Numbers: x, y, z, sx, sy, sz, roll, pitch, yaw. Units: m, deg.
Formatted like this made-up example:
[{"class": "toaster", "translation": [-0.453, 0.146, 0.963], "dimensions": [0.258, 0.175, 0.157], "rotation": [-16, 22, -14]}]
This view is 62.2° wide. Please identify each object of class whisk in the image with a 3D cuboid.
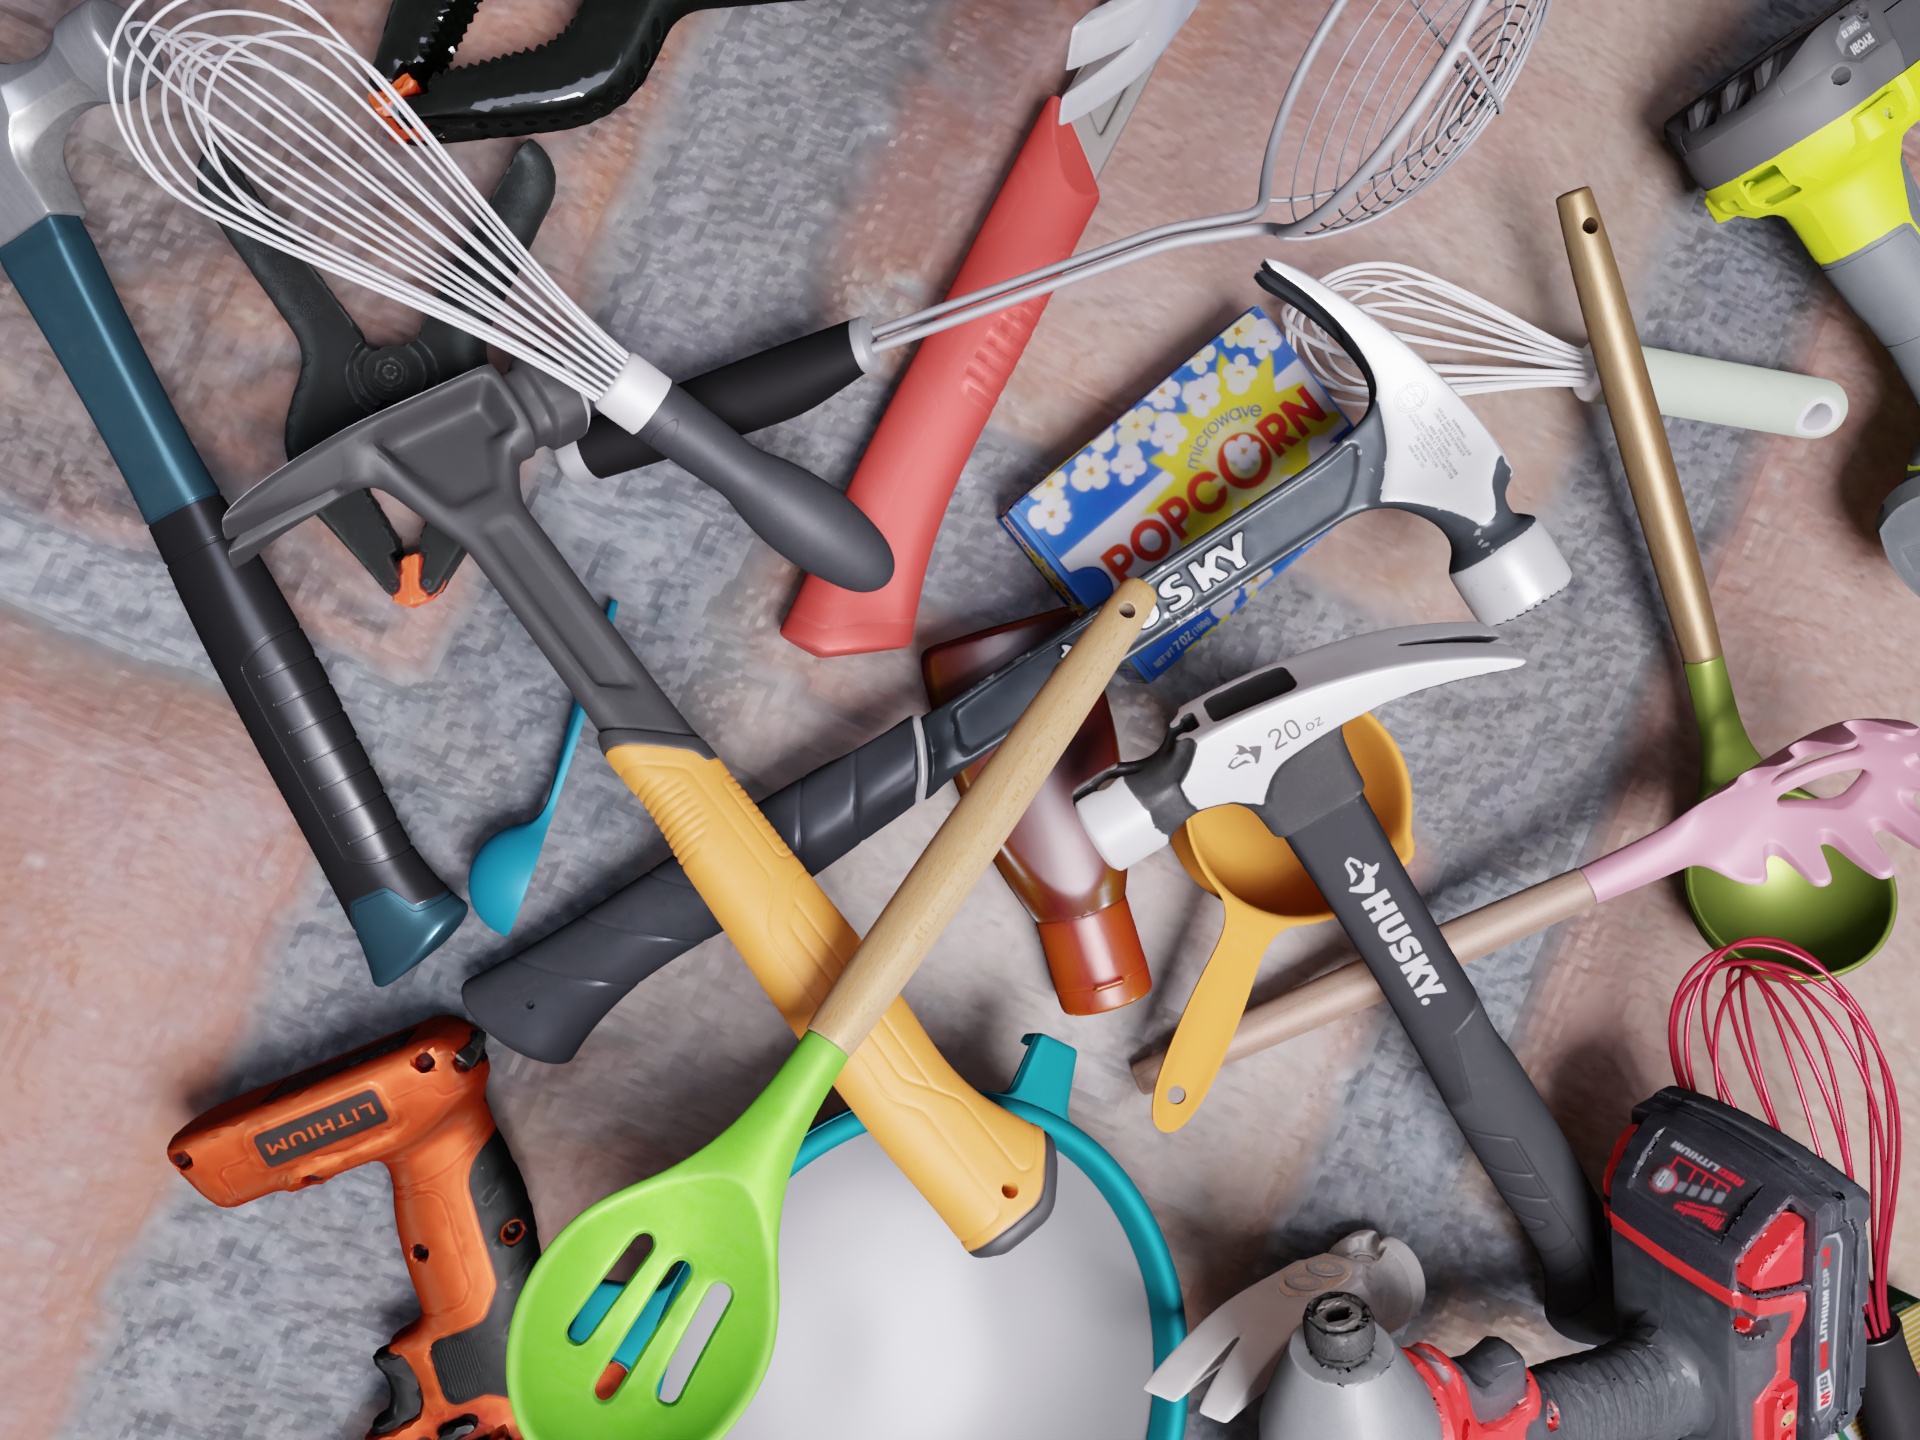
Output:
[{"class": "whisk", "translation": [0.243, -0.141, 0.632], "dimensions": [0.246, 0.059, 0.057], "rotation": [6, 126, -12]}, {"class": "whisk", "translation": [-0.132, -0.124, 0.509], "dimensions": [0.284, 0.070, 0.070], "rotation": [36, 85, -24]}, {"class": "whisk", "translation": [0.342, 0.215, 0.608], "dimensions": [0.073, 0.073, 0.295], "rotation": [-25, 100, -7]}]

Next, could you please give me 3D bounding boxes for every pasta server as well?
[{"class": "pasta server", "translation": [0.211, 0.076, 0.593], "dimensions": [0.316, 0.040, 0.060], "rotation": [-25, 113, 8]}]

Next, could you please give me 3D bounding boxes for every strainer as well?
[{"class": "strainer", "translation": [-0.010, 0.291, 0.564], "dimensions": [0.211, 0.095, 0.340], "rotation": [-22, 98, -30]}]

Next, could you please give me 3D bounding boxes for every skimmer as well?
[{"class": "skimmer", "translation": [0.012, -0.171, 0.526], "dimensions": [0.363, 0.127, 0.090], "rotation": [-17, 125, 14]}]

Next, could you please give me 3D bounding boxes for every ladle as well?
[{"class": "ladle", "translation": [0.283, -0.047, 0.607], "dimensions": [0.078, 0.062, 0.320], "rotation": [-21, 102, -1]}]

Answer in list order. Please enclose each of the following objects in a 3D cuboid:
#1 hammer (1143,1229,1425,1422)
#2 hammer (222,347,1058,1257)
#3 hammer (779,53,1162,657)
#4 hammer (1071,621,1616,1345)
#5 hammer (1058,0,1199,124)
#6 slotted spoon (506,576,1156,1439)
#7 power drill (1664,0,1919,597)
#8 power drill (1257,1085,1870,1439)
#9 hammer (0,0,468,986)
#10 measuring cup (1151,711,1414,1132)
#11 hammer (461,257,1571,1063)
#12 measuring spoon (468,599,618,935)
[{"class": "hammer", "translation": [0.115, 0.407, 0.585], "dimensions": [0.146, 0.038, 0.410], "rotation": [-3, 96, -49]}, {"class": "hammer", "translation": [-0.089, 0.033, 0.511], "dimensions": [0.127, 0.034, 0.337], "rotation": [-35, 83, -28]}, {"class": "hammer", "translation": [0.018, -0.189, 0.602], "dimensions": [0.149, 0.037, 0.359], "rotation": [28, 86, -7]}, {"class": "hammer", "translation": [0.184, 0.113, 0.575], "dimensions": [0.146, 0.035, 0.334], "rotation": [-31, 113, 9]}, {"class": "hammer", "translation": [-0.103, -0.302, 0.520], "dimensions": [0.386, 0.038, 0.143], "rotation": [23, 56, 9]}, {"class": "slotted spoon", "translation": [-0.023, 0.077, 0.477], "dimensions": [0.070, 0.031, 0.314], "rotation": [35, 70, 1]}, {"class": "power drill", "translation": [0.400, -0.181, 0.630], "dimensions": [0.190, 0.080, 0.228], "rotation": [-37, 96, -23]}, {"class": "power drill", "translation": [0.195, 0.217, 0.531], "dimensions": [0.219, 0.079, 0.143], "rotation": [-20, 113, -21]}, {"class": "hammer", "translation": [-0.260, -0.060, 0.548], "dimensions": [0.128, 0.033, 0.331], "rotation": [-22, 99, 16]}, {"class": "measuring cup", "translation": [0.105, 0.070, 0.607], "dimensions": [0.095, 0.052, 0.173], "rotation": [23, 89, -7]}, {"class": "hammer", "translation": [-0.001, -0.002, 0.559], "dimensions": [0.409, 0.036, 0.149], "rotation": [-32, 91, 4]}, {"class": "measuring spoon", "translation": [-0.153, 0.014, 0.578], "dimensions": [0.021, 0.042, 0.129], "rotation": [19, 80, -15]}]
